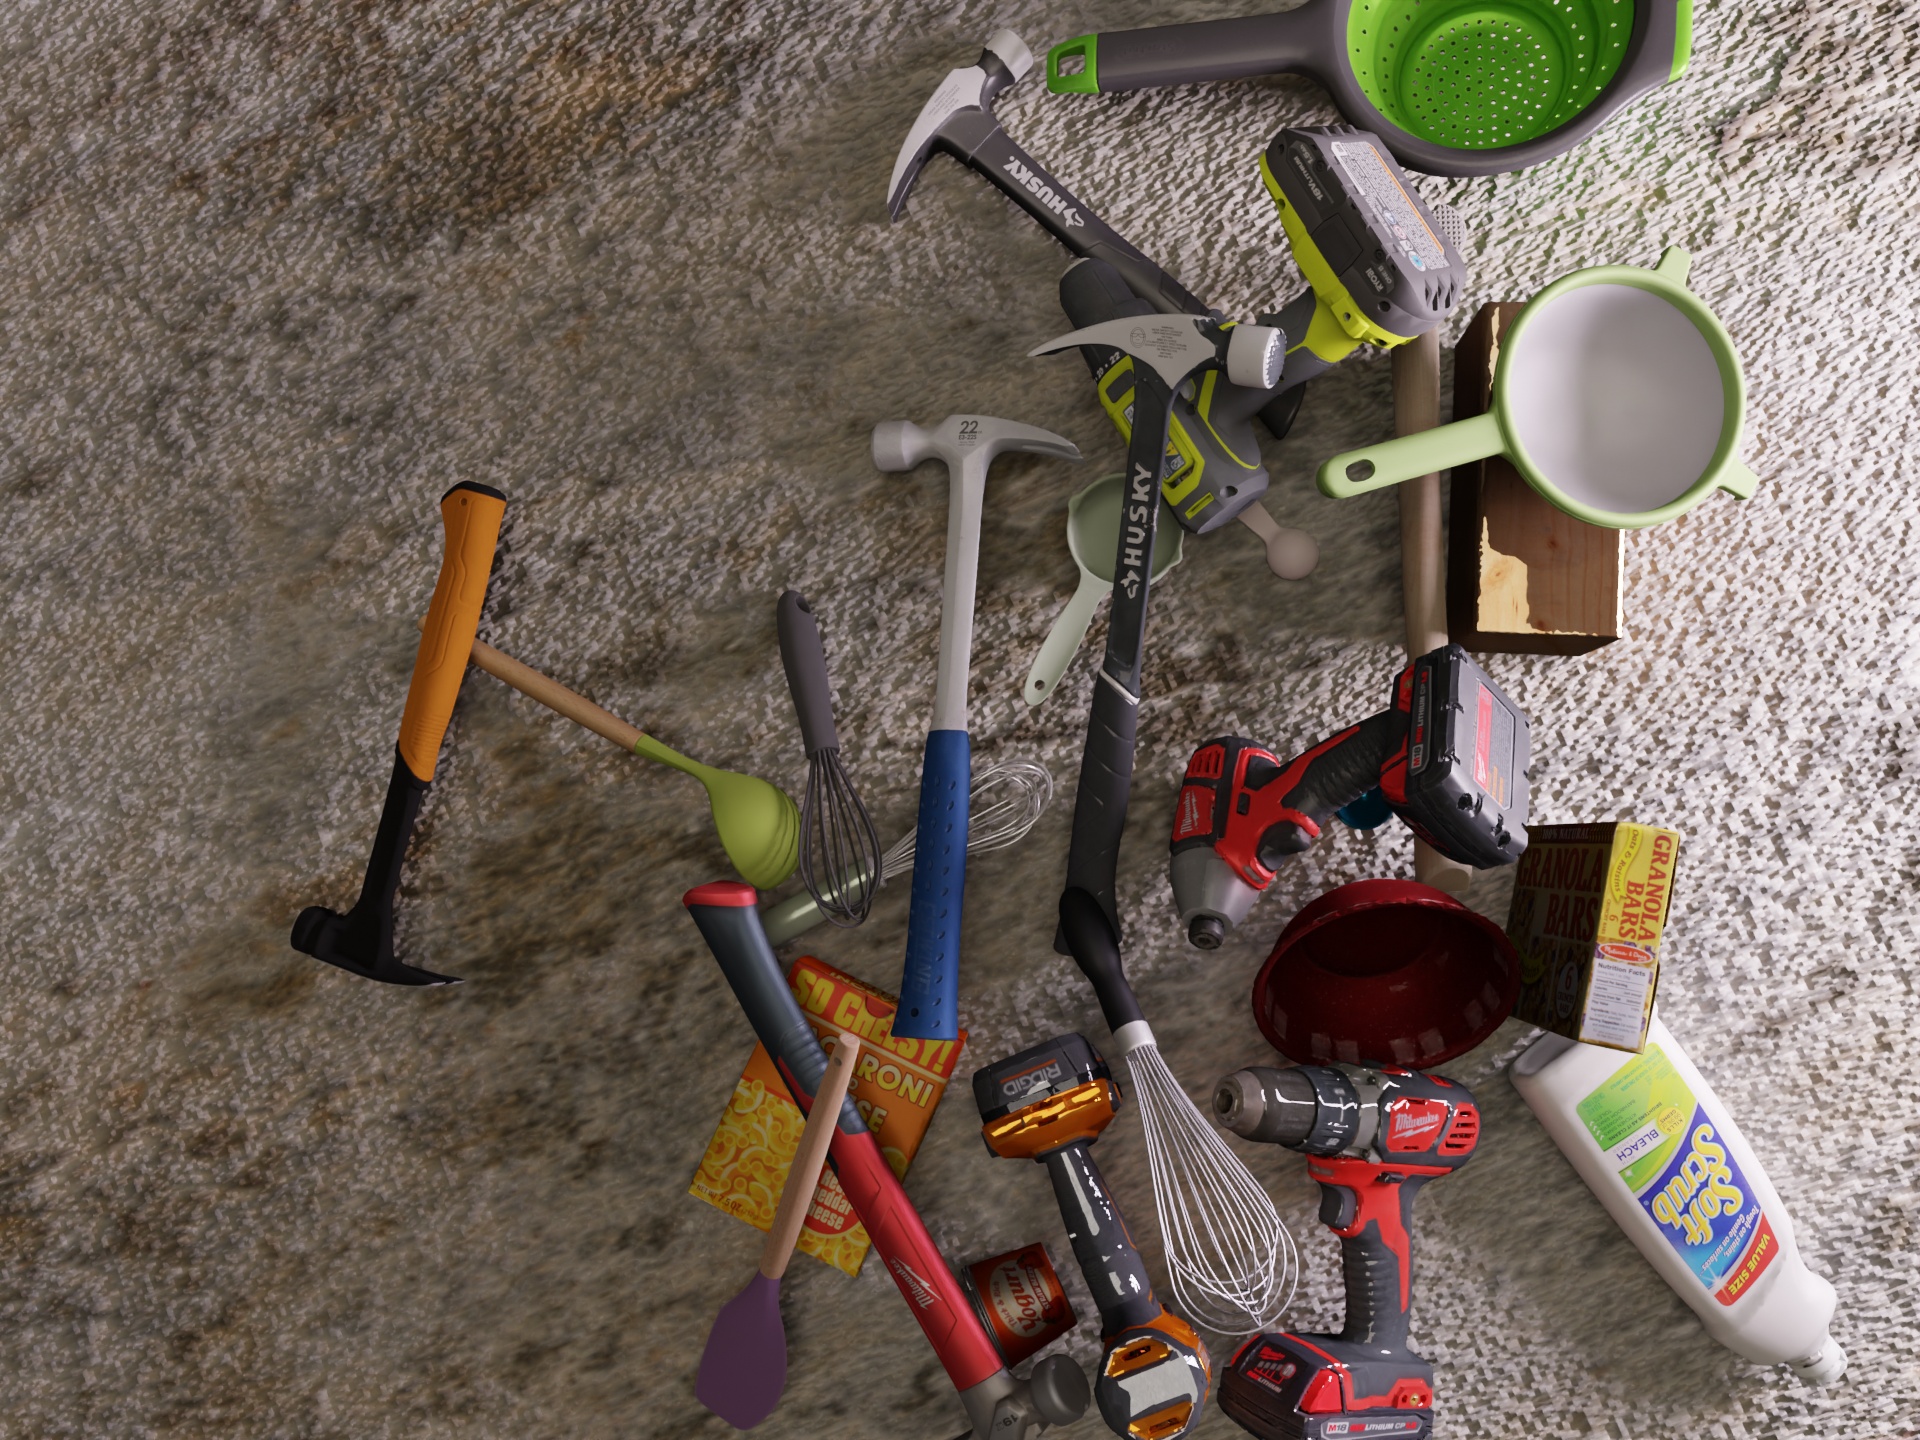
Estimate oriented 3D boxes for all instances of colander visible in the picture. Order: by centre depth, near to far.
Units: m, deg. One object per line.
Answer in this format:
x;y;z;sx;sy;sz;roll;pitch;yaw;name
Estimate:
0.258;-0.432;1.044;0.397;0.094;0.204;0;84;15;colander

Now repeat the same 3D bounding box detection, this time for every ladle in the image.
-0.240;0.015;1.064;0.320;0.078;0.062;28;99;14;ladle

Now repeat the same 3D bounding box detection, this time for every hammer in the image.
0.094;-0.042;0.975;0.149;0.036;0.408;14;109;25;hammer
-0.076;0.276;0.983;0.143;0.038;0.386;-37;78;26;hammer
0.289;-0.099;1.001;0.038;0.146;0.410;-3;92;3;hammer
-0.002;-0.003;1.010;0.144;0.035;0.406;0;77;20;hammer
-0.353;0.007;1.060;0.127;0.034;0.337;13;89;22;hammer
0.099;-0.308;1.071;0.335;0.035;0.146;43;89;7;hammer

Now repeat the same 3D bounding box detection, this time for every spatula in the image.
-0.108;0.320;0.975;0.060;0.018;0.315;26;115;18;spatula

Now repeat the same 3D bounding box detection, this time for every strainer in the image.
0.319;-0.166;0.918;0.256;0.069;0.151;-17;89;-6;strainer

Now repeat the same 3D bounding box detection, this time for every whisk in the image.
0.112;0.214;0.921;0.070;0.070;0.285;-25;54;2;whisk
-0.092;0.020;1.032;0.055;0.055;0.239;-15;67;4;whisk
-0.049;0.095;1.047;0.246;0.057;0.059;-29;49;5;whisk

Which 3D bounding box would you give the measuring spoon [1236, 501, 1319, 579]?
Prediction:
0.189;-0.143;1.056;0.034;0.018;0.124;-44;82;0;measuring spoon

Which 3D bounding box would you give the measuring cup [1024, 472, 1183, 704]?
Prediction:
0.087;-0.083;1.051;0.083;0.038;0.167;29;90;7;measuring cup

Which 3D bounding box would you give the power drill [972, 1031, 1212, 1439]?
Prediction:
0.087;0.314;0.969;0.084;0.164;0.227;-23;71;3;power drill

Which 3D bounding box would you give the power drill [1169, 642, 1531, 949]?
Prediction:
0.215;0.053;0.934;0.078;0.219;0.143;39;48;-25;power drill

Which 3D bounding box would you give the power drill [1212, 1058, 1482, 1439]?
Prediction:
0.217;0.314;0.949;0.187;0.080;0.227;13;85;-29;power drill

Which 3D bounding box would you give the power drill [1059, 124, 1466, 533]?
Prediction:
0.167;-0.248;0.960;0.228;0.080;0.190;-39;79;45;power drill

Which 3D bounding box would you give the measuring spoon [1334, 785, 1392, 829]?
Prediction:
0.301;0.044;1.034;0.128;0.021;0.042;-10;82;-5;measuring spoon
